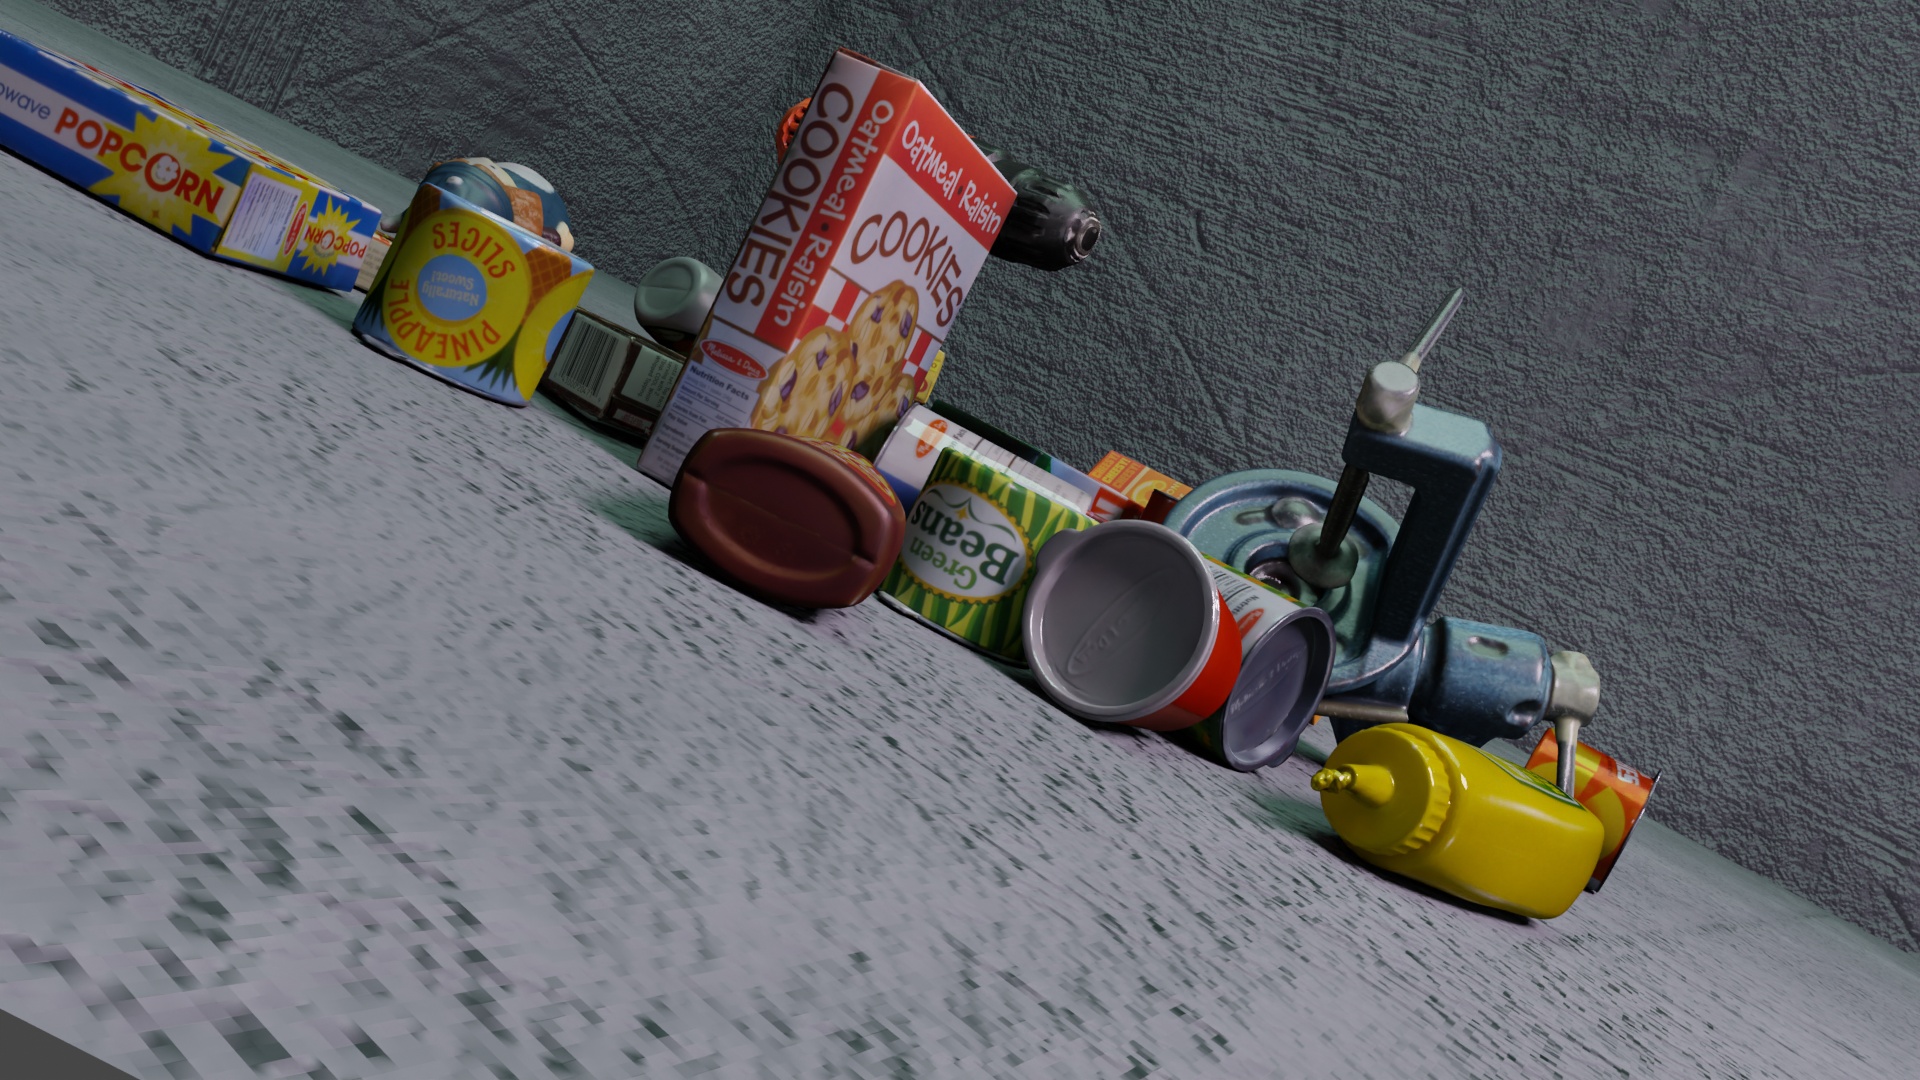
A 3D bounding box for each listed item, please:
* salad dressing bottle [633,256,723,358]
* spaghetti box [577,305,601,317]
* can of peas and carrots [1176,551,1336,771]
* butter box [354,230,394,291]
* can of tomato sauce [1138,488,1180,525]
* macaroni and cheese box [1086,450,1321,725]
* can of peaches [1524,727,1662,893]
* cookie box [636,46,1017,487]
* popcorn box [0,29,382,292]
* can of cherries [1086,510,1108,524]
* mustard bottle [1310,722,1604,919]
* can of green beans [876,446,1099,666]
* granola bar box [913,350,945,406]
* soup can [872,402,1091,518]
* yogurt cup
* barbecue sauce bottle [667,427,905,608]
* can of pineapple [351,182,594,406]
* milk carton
[{"bbox_3d":[-0.132,-0.105,0.814,0.064,0.044,0.147,9,-22,28],"label":"salad dressing bottle"},{"bbox_3d":[-0.152,-0.082,0.748,0.250,0.028,0.050,28,5,11],"label":"spaghetti box"},{"bbox_3d":[0.099,0.046,0.526,0.059,0.071,0.071,30,5,41],"label":"can of peas and carrots"},{"bbox_3d":[-0.245,-0.117,0.637,0.103,0.024,0.053,24,5,-30],"label":"butter box"},{"bbox_3d":[0.116,0.024,0.745,0.071,0.083,0.071,27,4,-2],"label":"can of tomato sauce"},{"bbox_3d":[0.153,0.028,0.842,0.167,0.040,0.123,30,-27,32],"label":"macaroni and cheese box"},{"bbox_3d":[0.319,0.137,0.721,0.058,0.071,0.071,28,4,26],"label":"can of peaches"},{"bbox_3d":[-0.047,-0.089,0.545,0.040,0.167,0.123,28,4,18],"label":"cookie box"},{"bbox_3d":[-0.300,-0.143,0.527,0.127,0.038,0.085,28,4,6],"label":"popcorn box"},{"bbox_3d":[0.034,0.006,0.638,0.071,0.058,0.071,27,4,-2],"label":"can of cherries"},{"bbox_3d":[0.163,0.091,0.469,0.160,0.049,0.065,23,4,-45],"label":"mustard bottle"},{"bbox_3d":[0.010,0.005,0.506,0.071,0.057,0.071,27,4,-2],"label":"can of green beans"},{"bbox_3d":[-0.099,-0.109,0.896,0.124,0.039,0.165,27,-20,-16],"label":"granola bar box"},{"bbox_3d":[0.002,-0.007,0.576,0.084,0.071,0.071,28,4,2],"label":"soup can"},{"bbox_3d":[0.062,0.033,0.471,0.072,0.072,0.054,30,-3,34],"label":"yogurt cup"},{"bbox_3d":[-0.048,-0.011,0.447,0.065,0.043,0.148,26,4,-1],"label":"barbecue sauce bottle"},{"bbox_3d":[-0.174,-0.088,0.499,0.071,0.058,0.071,27,4,-2],"label":"can of pineapple"},{"bbox_3d":[0.042,-0.010,0.765,0.072,0.073,0.190,30,5,30],"label":"milk carton"}]
